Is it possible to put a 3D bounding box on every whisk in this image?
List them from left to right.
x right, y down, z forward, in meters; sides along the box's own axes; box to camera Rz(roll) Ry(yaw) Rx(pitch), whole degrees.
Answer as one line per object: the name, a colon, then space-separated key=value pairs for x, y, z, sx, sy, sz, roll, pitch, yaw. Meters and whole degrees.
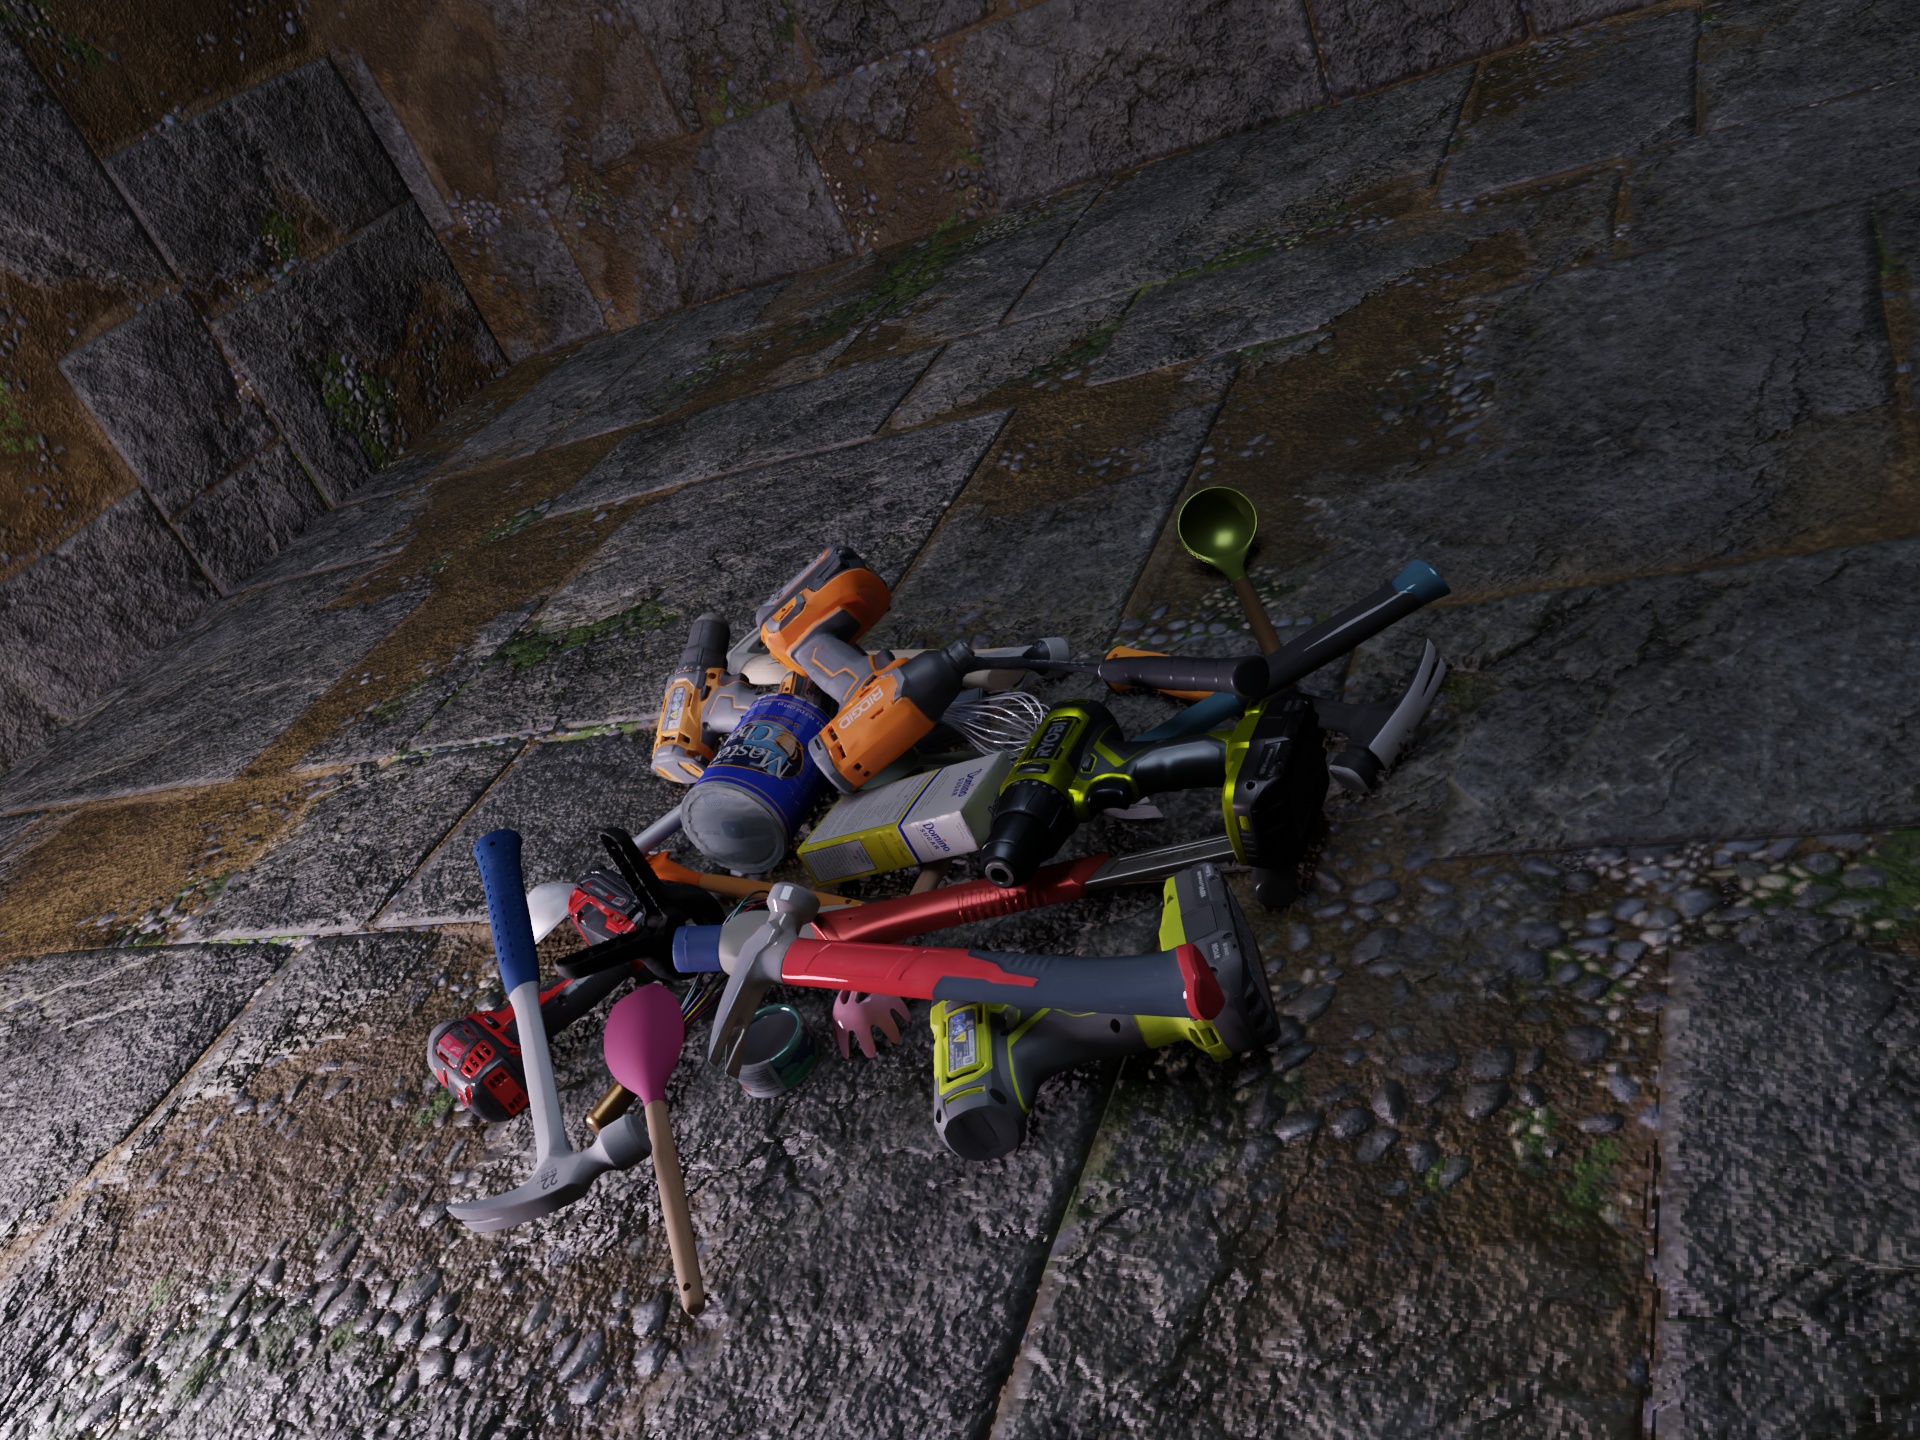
whisk: x=-0.211 y=0.226 z=1.263 sx=0.047 sy=0.051 sz=0.245 roll=9 pitch=47 yaw=38
whisk: x=-0.002 y=-0.006 z=1.411 sx=0.070 sy=0.070 sz=0.285 roll=-38 pitch=26 yaw=-21

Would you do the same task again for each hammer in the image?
hammer: x=-0.347 y=0.223 z=1.250 sx=0.144 sy=0.035 sz=0.406 roll=-29 pitch=39 yaw=-2
hammer: x=-0.098 y=-0.063 z=1.656 sx=0.411 sy=0.038 sz=0.146 roll=1 pitch=37 yaw=39
hammer: x=-0.008 y=0.180 z=1.038 sx=0.386 sy=0.038 sz=0.143 roll=-3 pitch=55 yaw=39
hammer: x=0.064 y=0.117 z=1.184 sx=0.359 sy=0.036 sz=0.149 roll=-13 pitch=31 yaw=8
hammer: x=0.114 y=-0.043 z=1.303 sx=0.149 sy=0.036 sz=0.409 roll=-6 pitch=6 yaw=-26
hammer: x=0.237 y=-0.029 z=1.312 sx=0.127 sy=0.034 sz=0.337 roll=-53 pitch=33 yaw=-14
hammer: x=0.230 y=-0.028 z=1.256 sx=0.331 sy=0.033 sz=0.128 roll=-33 pitch=34 yaw=18

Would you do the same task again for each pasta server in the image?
pasta server: x=-0.029 y=0.145 z=1.270 sx=0.060 sy=0.040 sz=0.316 roll=-9 pitch=29 yaw=28

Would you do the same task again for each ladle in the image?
ladle: x=0.259 y=-0.122 z=1.446 sx=0.078 sy=0.062 sz=0.320 roll=-16 pitch=32 yaw=6

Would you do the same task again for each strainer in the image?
strainer: x=-0.327 y=0.135 z=1.488 sx=0.258 sy=0.050 sz=0.087 roll=-38 pitch=9 yaw=-16

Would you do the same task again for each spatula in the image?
spatula: x=-0.205 y=0.152 z=1.403 sx=0.323 sy=0.041 sz=0.081 roll=4 pitch=39 yaw=37

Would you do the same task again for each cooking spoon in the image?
cooking spoon: x=-0.215 y=0.295 z=1.140 sx=0.069 sy=0.017 sz=0.319 roll=-29 pitch=35 yaw=-1

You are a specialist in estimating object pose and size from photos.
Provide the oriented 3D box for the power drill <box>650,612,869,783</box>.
power drill: x=-0.204 y=-0.039 z=1.604 sx=0.226 sy=0.084 sz=0.185 roll=-10 pitch=57 yaw=30

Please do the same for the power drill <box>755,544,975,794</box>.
power drill: x=-0.083 y=-0.058 z=1.415 sx=0.164 sy=0.084 sz=0.227 roll=-40 pitch=44 yaw=8

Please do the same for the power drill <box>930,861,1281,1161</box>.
power drill: x=0.086 y=0.184 z=1.058 sx=0.223 sy=0.080 sz=0.171 roll=-23 pitch=29 yaw=13

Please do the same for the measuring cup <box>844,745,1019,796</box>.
measuring cup: x=-0.026 y=0.050 z=1.416 sx=0.167 sy=0.038 sz=0.083 roll=-6 pitch=31 yaw=16

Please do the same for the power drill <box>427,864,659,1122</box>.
power drill: x=-0.347 y=0.229 z=1.337 sx=0.220 sy=0.078 sz=0.143 roll=-44 pitch=33 yaw=-24

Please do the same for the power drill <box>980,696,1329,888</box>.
power drill: x=0.134 y=0.053 z=1.145 sx=0.228 sy=0.080 sz=0.191 roll=-3 pitch=32 yaw=28
